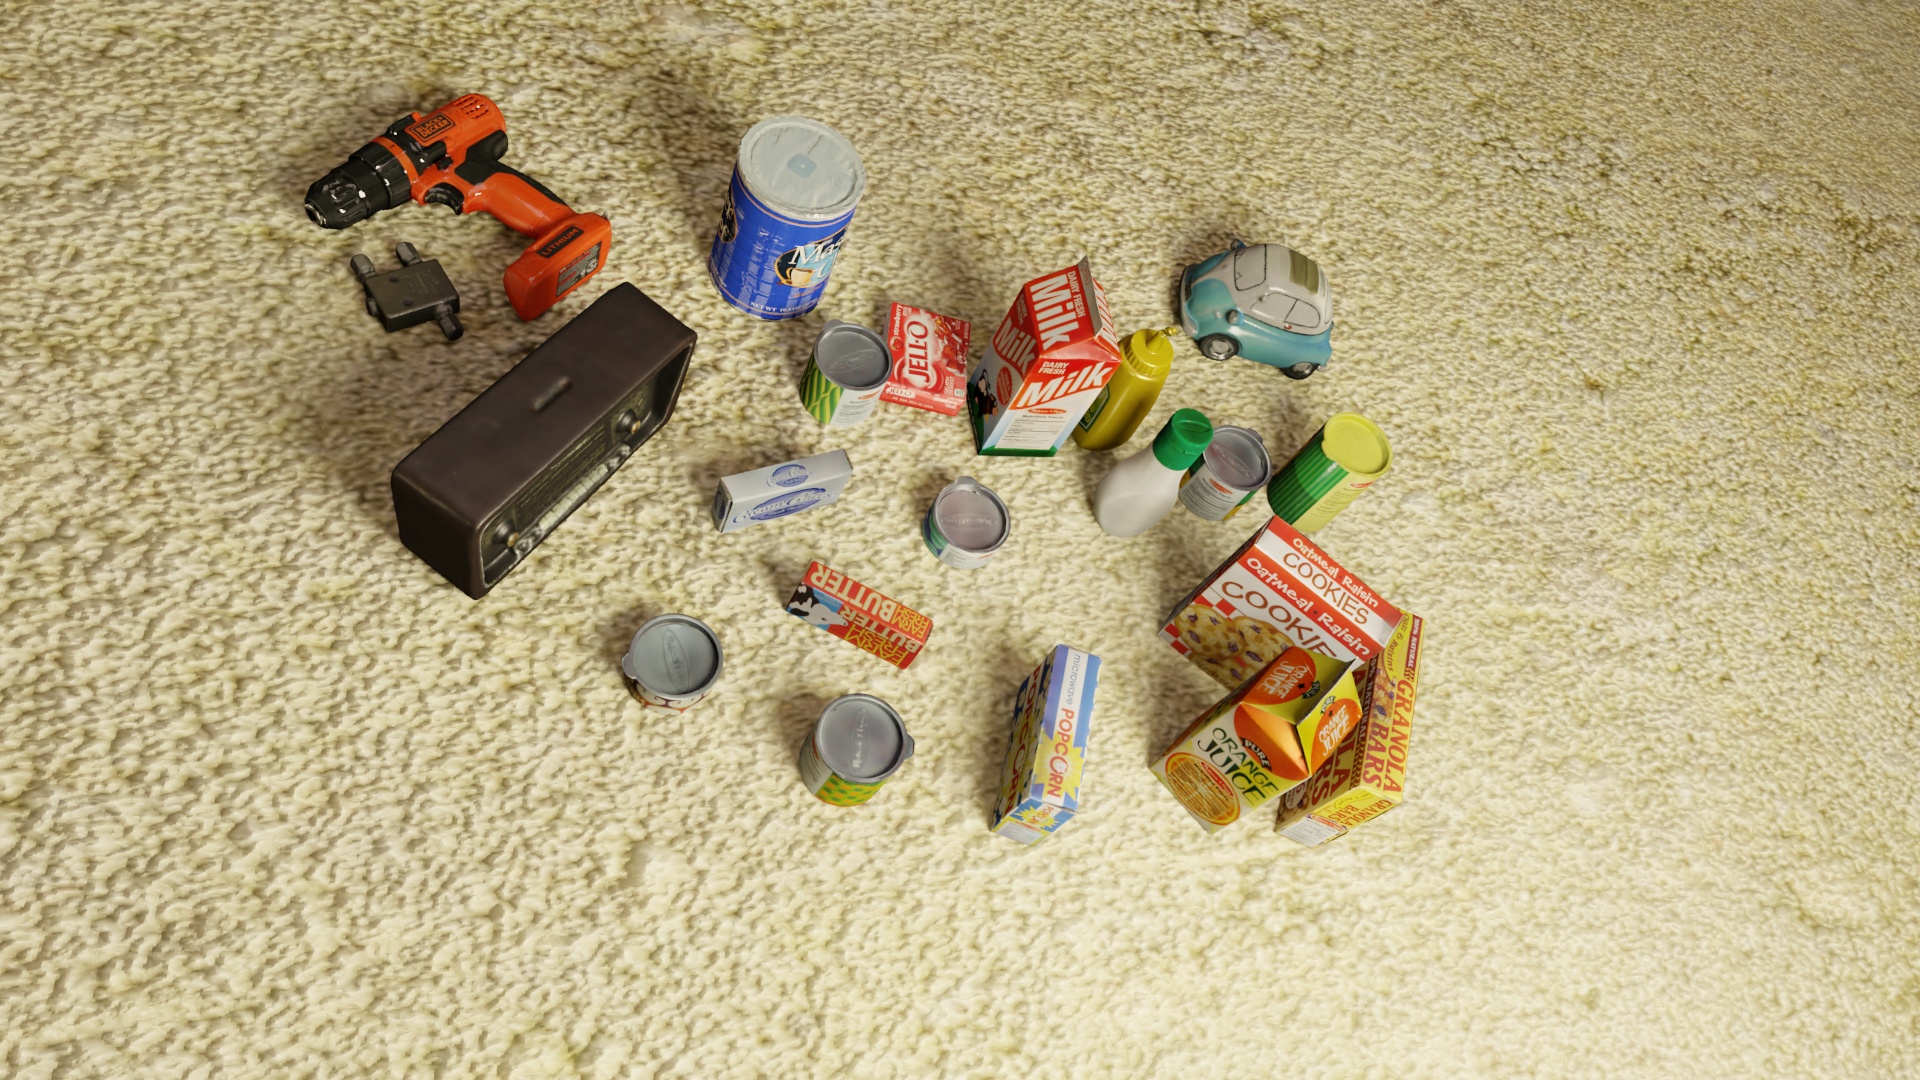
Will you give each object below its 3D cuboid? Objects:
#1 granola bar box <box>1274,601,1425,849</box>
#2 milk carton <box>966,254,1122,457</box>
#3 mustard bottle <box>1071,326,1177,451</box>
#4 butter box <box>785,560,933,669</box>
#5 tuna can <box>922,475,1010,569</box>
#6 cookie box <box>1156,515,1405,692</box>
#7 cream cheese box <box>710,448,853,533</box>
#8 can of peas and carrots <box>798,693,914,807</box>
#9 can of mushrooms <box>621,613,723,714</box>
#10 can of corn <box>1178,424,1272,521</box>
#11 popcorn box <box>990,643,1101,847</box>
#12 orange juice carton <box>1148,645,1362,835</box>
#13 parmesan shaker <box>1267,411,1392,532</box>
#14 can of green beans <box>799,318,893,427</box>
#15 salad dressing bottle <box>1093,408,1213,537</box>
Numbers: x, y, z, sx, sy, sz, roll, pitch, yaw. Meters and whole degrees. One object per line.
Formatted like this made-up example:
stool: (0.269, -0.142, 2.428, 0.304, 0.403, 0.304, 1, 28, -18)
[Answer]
granola bar box: (0.307, 0.147, 1.092, 0.039, 0.123, 0.166, 25, 57, -7)
milk carton: (0.071, -0.146, 1.126, 0.073, 0.189, 0.072, 0, 63, -21)
mustard bottle: (0.140, -0.135, 1.165, 0.049, 0.159, 0.065, 0, 63, -21)
butter box: (-0.075, 0.057, 1.040, 0.103, 0.053, 0.024, 27, 56, -5)
tuna can: (0.004, -0.014, 1.122, 0.071, 0.032, 0.071, 9, 60, -16)
cookie box: (0.246, 0.065, 1.089, 0.123, 0.166, 0.040, 38, 56, 3)
cream cheese box: (-0.138, -0.038, 1.069, 0.104, 0.053, 0.024, -16, 69, -28)
can of peas and carrots: (-0.074, 0.150, 0.984, 0.071, 0.058, 0.071, 9, 60, -16)
can of mushrooms: (-0.206, 0.088, 0.984, 0.071, 0.033, 0.071, 9, 60, -16)
can of corn: (0.231, -0.060, 1.218, 0.071, 0.058, 0.071, 9, 60, -16)
popcorn box: (0.063, 0.150, 1.021, 0.038, 0.084, 0.127, 20, 57, -10)
orange juice carton: (0.223, 0.143, 1.021, 0.073, 0.191, 0.072, 47, 57, 8)
parmesan shaker: (0.321, -0.059, 1.225, 0.071, 0.102, 0.071, 9, 60, -16)
can of green beans: (-0.094, -0.135, 1.137, 0.071, 0.057, 0.071, 9, 60, -16)
salad dressing bottle: (0.158, -0.054, 1.134, 0.064, 0.147, 0.044, 7, 60, -17)
